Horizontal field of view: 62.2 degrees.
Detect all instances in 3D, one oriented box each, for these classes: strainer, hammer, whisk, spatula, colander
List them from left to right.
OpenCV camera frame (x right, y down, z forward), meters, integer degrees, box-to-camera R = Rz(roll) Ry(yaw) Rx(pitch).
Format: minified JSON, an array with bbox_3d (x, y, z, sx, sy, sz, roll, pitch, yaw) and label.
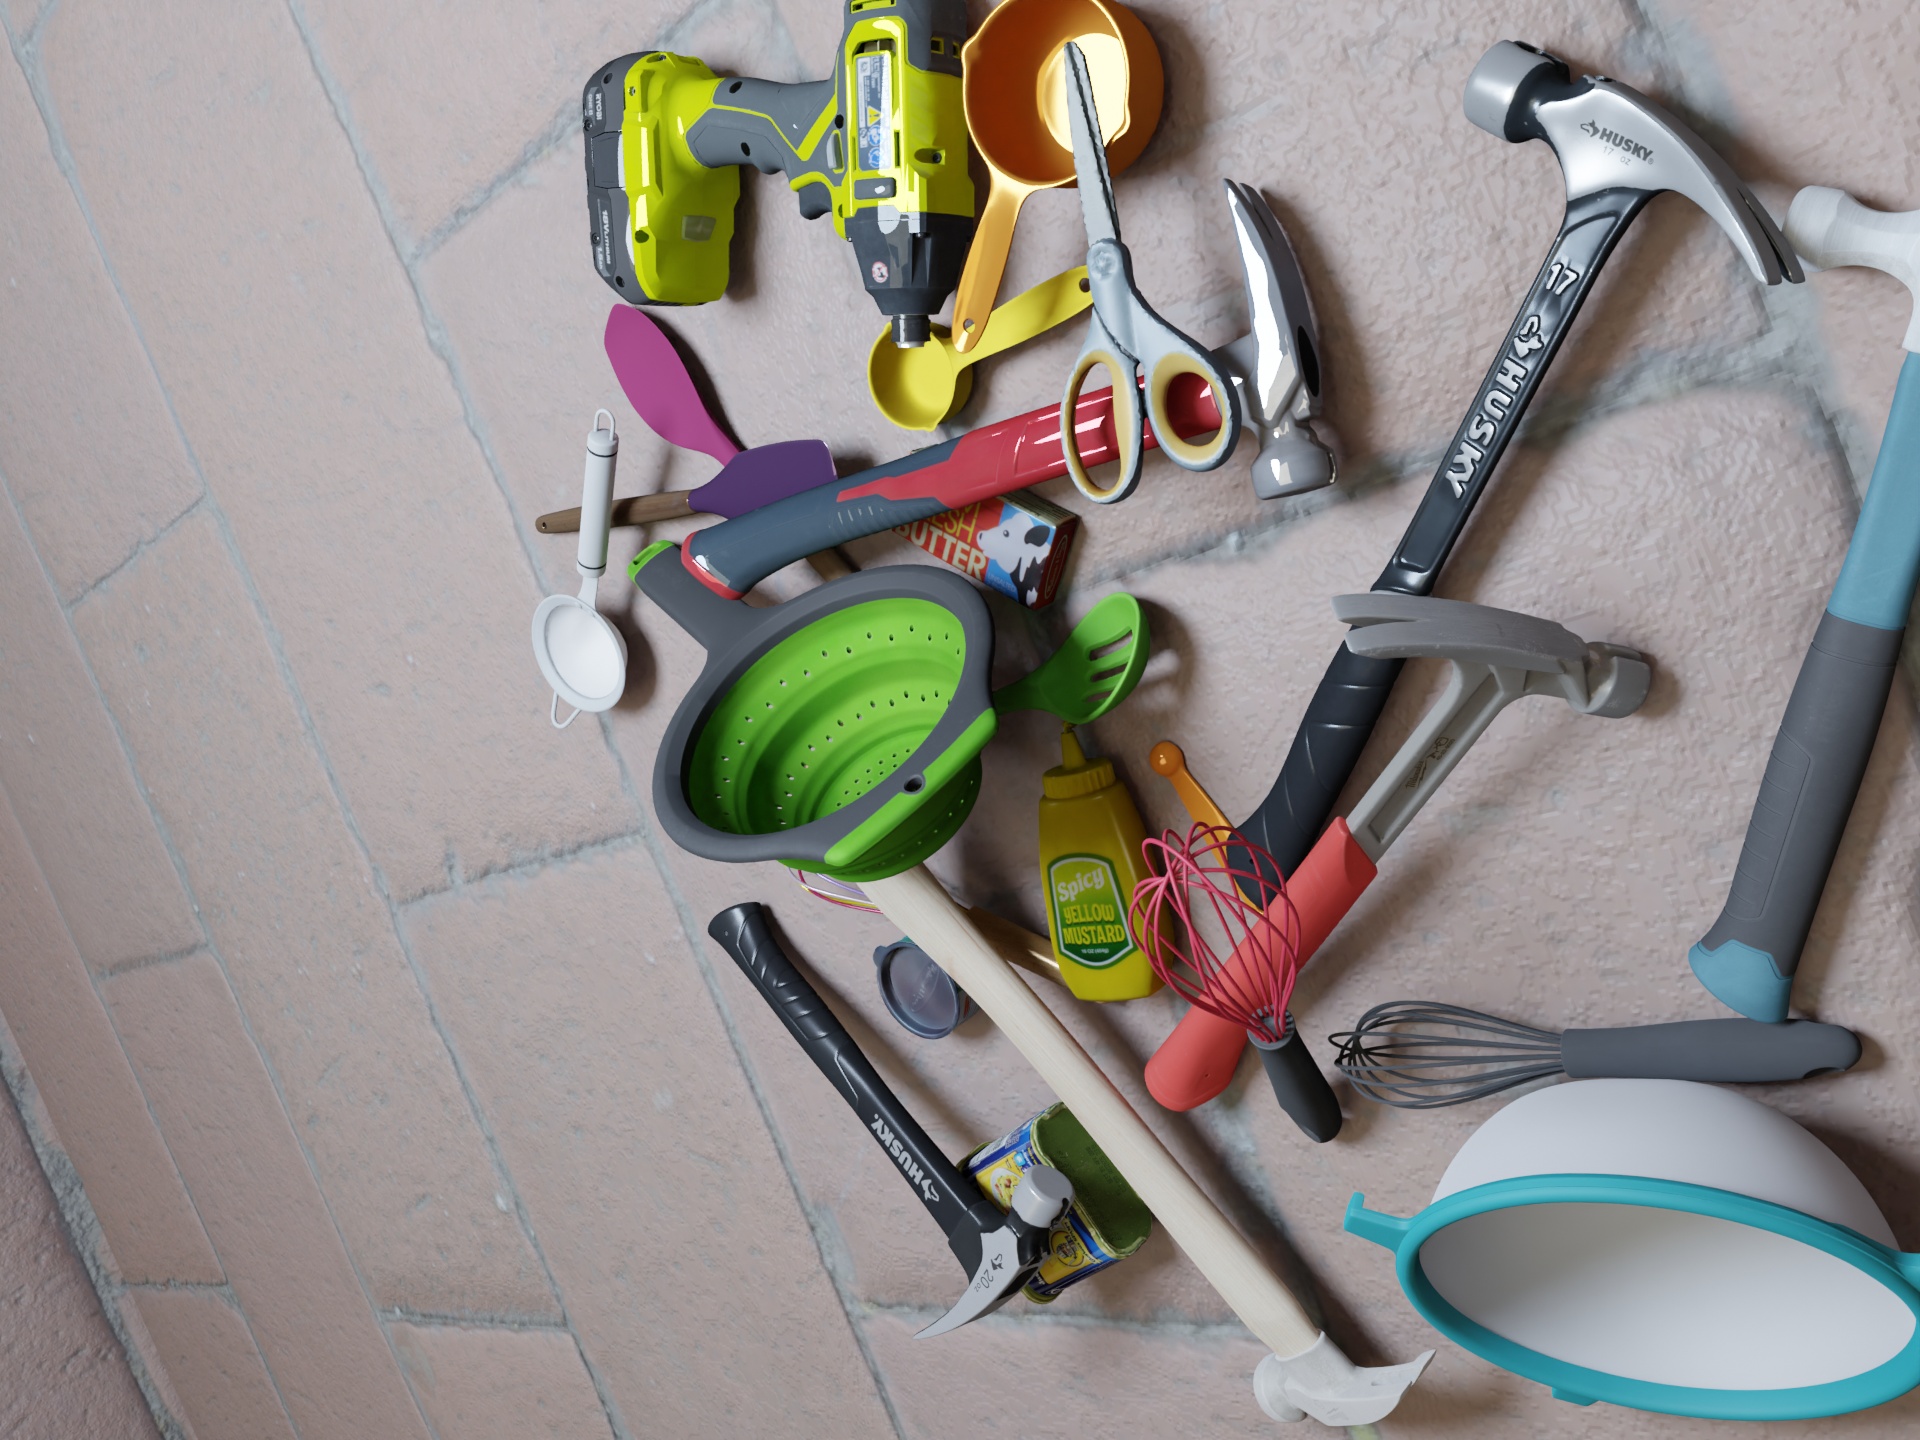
[{"bbox_3d":[-0.242,-0.097,1.051,0.087,0.050,0.258,34,135,17],"label":"strainer"},{"bbox_3d":[-0.181,-0.134,1.006,0.316,0.018,0.059,1,112,44],"label":"spatula"},{"bbox_3d":[-0.096,-0.012,0.916,0.397,0.204,0.094,37,166,52],"label":"colander"},{"bbox_3d":[-0.067,0.236,1.016,0.335,0.035,0.146,44,119,34],"label":"hammer"},{"bbox_3d":[-0.013,0.117,0.970,0.245,0.051,0.047,22,86,26],"label":"whisk"},{"bbox_3d":[-0.002,-0.143,0.817,0.386,0.038,0.143,-12,91,36],"label":"hammer"},{"bbox_3d":[0.084,0.216,0.881,0.411,0.038,0.146,49,150,8],"label":"hammer"},{"bbox_3d":[0.142,0.136,0.751,0.073,0.073,0.295,16,153,34],"label":"whisk"},{"bbox_3d":[0.165,0.082,0.766,0.358,0.149,0.037,116,154,-42],"label":"hammer"},{"bbox_3d":[0.208,-0.069,0.704,0.149,0.036,0.408,46,134,33],"label":"hammer"},{"bbox_3d":[0.283,0.152,0.737,0.239,0.055,0.055,-10,101,37],"label":"whisk"},{"bbox_3d":[0.346,0.196,0.652,0.210,0.095,0.340,41,136,-24],"label":"strainer"},{"bbox_3d":[0.347,-0.028,0.619,0.128,0.033,0.330,22,120,33],"label":"hammer"}]

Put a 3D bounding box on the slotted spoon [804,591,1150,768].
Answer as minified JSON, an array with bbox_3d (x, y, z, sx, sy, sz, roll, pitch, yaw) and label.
[{"bbox_3d":[-0.001,-0.003,0.917,0.314,0.031,0.070,-20,54,46],"label":"slotted spoon"}]

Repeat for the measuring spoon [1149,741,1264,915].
[{"bbox_3d":[0.135,0.062,0.844,0.021,0.011,0.117,-39,81,42],"label":"measuring spoon"}]

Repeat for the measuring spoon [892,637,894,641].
[{"bbox_3d":[-0.064,-0.025,0.962,0.124,0.018,0.034,-32,80,48],"label":"measuring spoon"}]

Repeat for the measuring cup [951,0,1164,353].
[{"bbox_3d":[0.038,-0.258,0.760,0.095,0.052,0.173,33,122,22],"label":"measuring cup"}]

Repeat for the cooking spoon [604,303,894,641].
[{"bbox_3d":[-0.119,-0.139,0.969,0.319,0.017,0.068,48,139,15],"label":"cooking spoon"}]

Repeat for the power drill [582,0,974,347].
[{"bbox_3d":[-0.094,-0.285,0.844,0.223,0.080,0.171,8,105,35],"label":"power drill"}]

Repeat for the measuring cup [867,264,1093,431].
[{"bbox_3d":[0.018,-0.200,0.830,0.156,0.029,0.062,-19,96,35],"label":"measuring cup"}]
